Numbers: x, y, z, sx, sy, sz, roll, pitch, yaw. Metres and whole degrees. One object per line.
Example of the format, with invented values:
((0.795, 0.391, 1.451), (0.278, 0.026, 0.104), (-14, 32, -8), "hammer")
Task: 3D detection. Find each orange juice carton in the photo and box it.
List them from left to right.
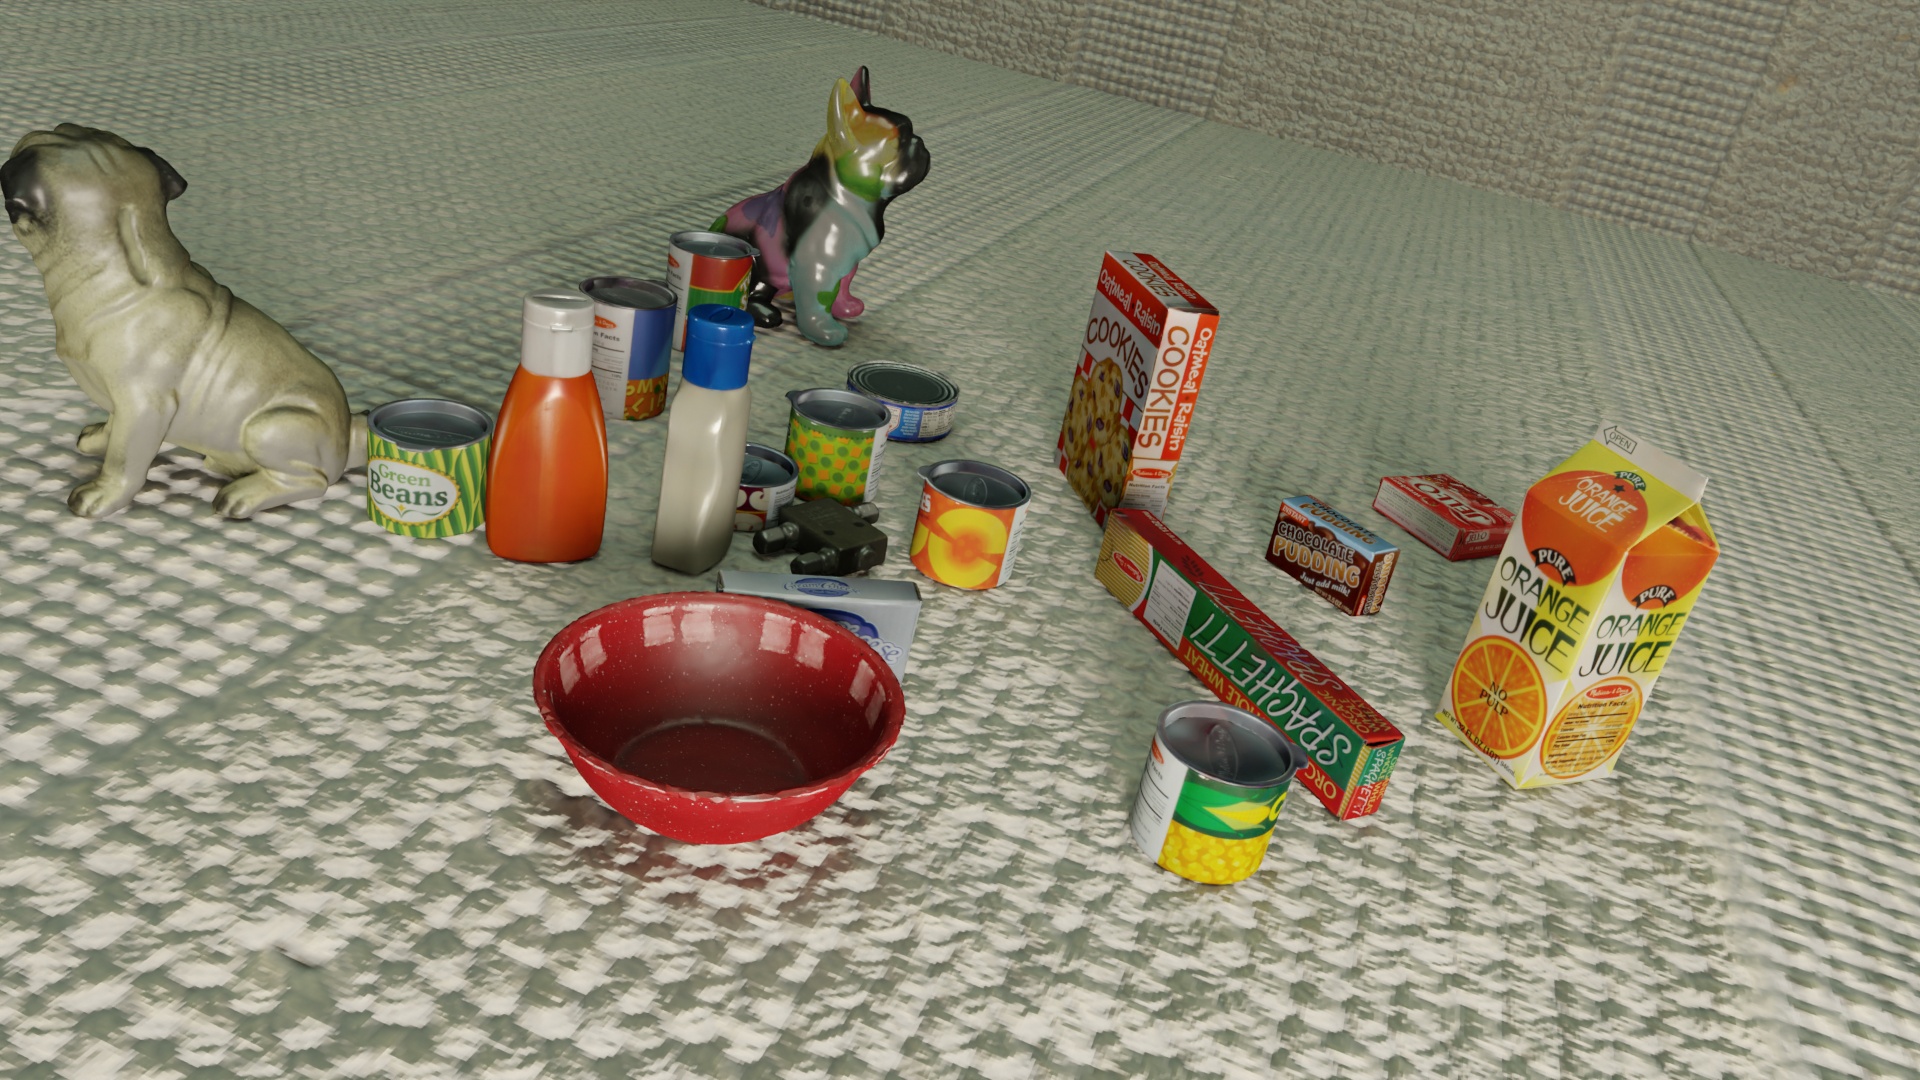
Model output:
((0.338, 0.035, 0.755), (0.073, 0.191, 0.072), (-1, 29, -25), "orange juice carton")

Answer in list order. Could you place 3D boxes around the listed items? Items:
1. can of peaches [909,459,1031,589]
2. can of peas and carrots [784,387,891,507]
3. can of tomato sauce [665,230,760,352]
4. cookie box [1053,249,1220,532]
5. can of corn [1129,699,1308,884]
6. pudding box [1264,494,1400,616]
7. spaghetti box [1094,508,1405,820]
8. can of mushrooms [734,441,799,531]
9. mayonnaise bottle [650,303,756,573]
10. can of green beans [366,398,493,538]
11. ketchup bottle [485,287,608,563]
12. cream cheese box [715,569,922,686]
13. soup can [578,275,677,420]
((0.003, -0.011, 0.853), (0.071, 0.057, 0.071), (10, 26, -5), "can of peaches")
((-0.085, -0.062, 0.916), (0.071, 0.058, 0.071), (10, 26, -5), "can of peas and carrots")
((-0.200, -0.196, 1.105), (0.071, 0.082, 0.071), (10, 26, -5), "can of tomato sauce")
((0.119, -0.102, 0.962), (0.040, 0.166, 0.123), (3, 27, -18), "cookie box")
((0.120, 0.118, 0.649), (0.071, 0.058, 0.071), (10, 26, -5), "can of corn")
((0.248, 0.009, 0.929), (0.030, 0.049, 0.084), (-8, 32, -35), "pudding box")
((0.153, 0.061, 0.785), (0.029, 0.050, 0.251), (-3, 30, -28), "spaghetti box")
((-0.138, -0.035, 0.869), (0.071, 0.033, 0.071), (10, 26, -5), "can of mushrooms")
((-0.143, -0.058, 0.783), (0.041, 0.147, 0.065), (15, 26, 6), "mayonnaise bottle")
((-0.300, -0.041, 0.784), (0.071, 0.057, 0.071), (10, 26, -5), "can of green beans")
((-0.222, -0.061, 0.754), (0.065, 0.148, 0.044), (1, 28, -23), "ketchup bottle")
((-0.075, 0.046, 0.713), (0.104, 0.053, 0.024), (4, 27, -16), "cream cheese box")
((-0.233, -0.135, 0.969), (0.071, 0.083, 0.071), (10, 26, -5), "soup can")
